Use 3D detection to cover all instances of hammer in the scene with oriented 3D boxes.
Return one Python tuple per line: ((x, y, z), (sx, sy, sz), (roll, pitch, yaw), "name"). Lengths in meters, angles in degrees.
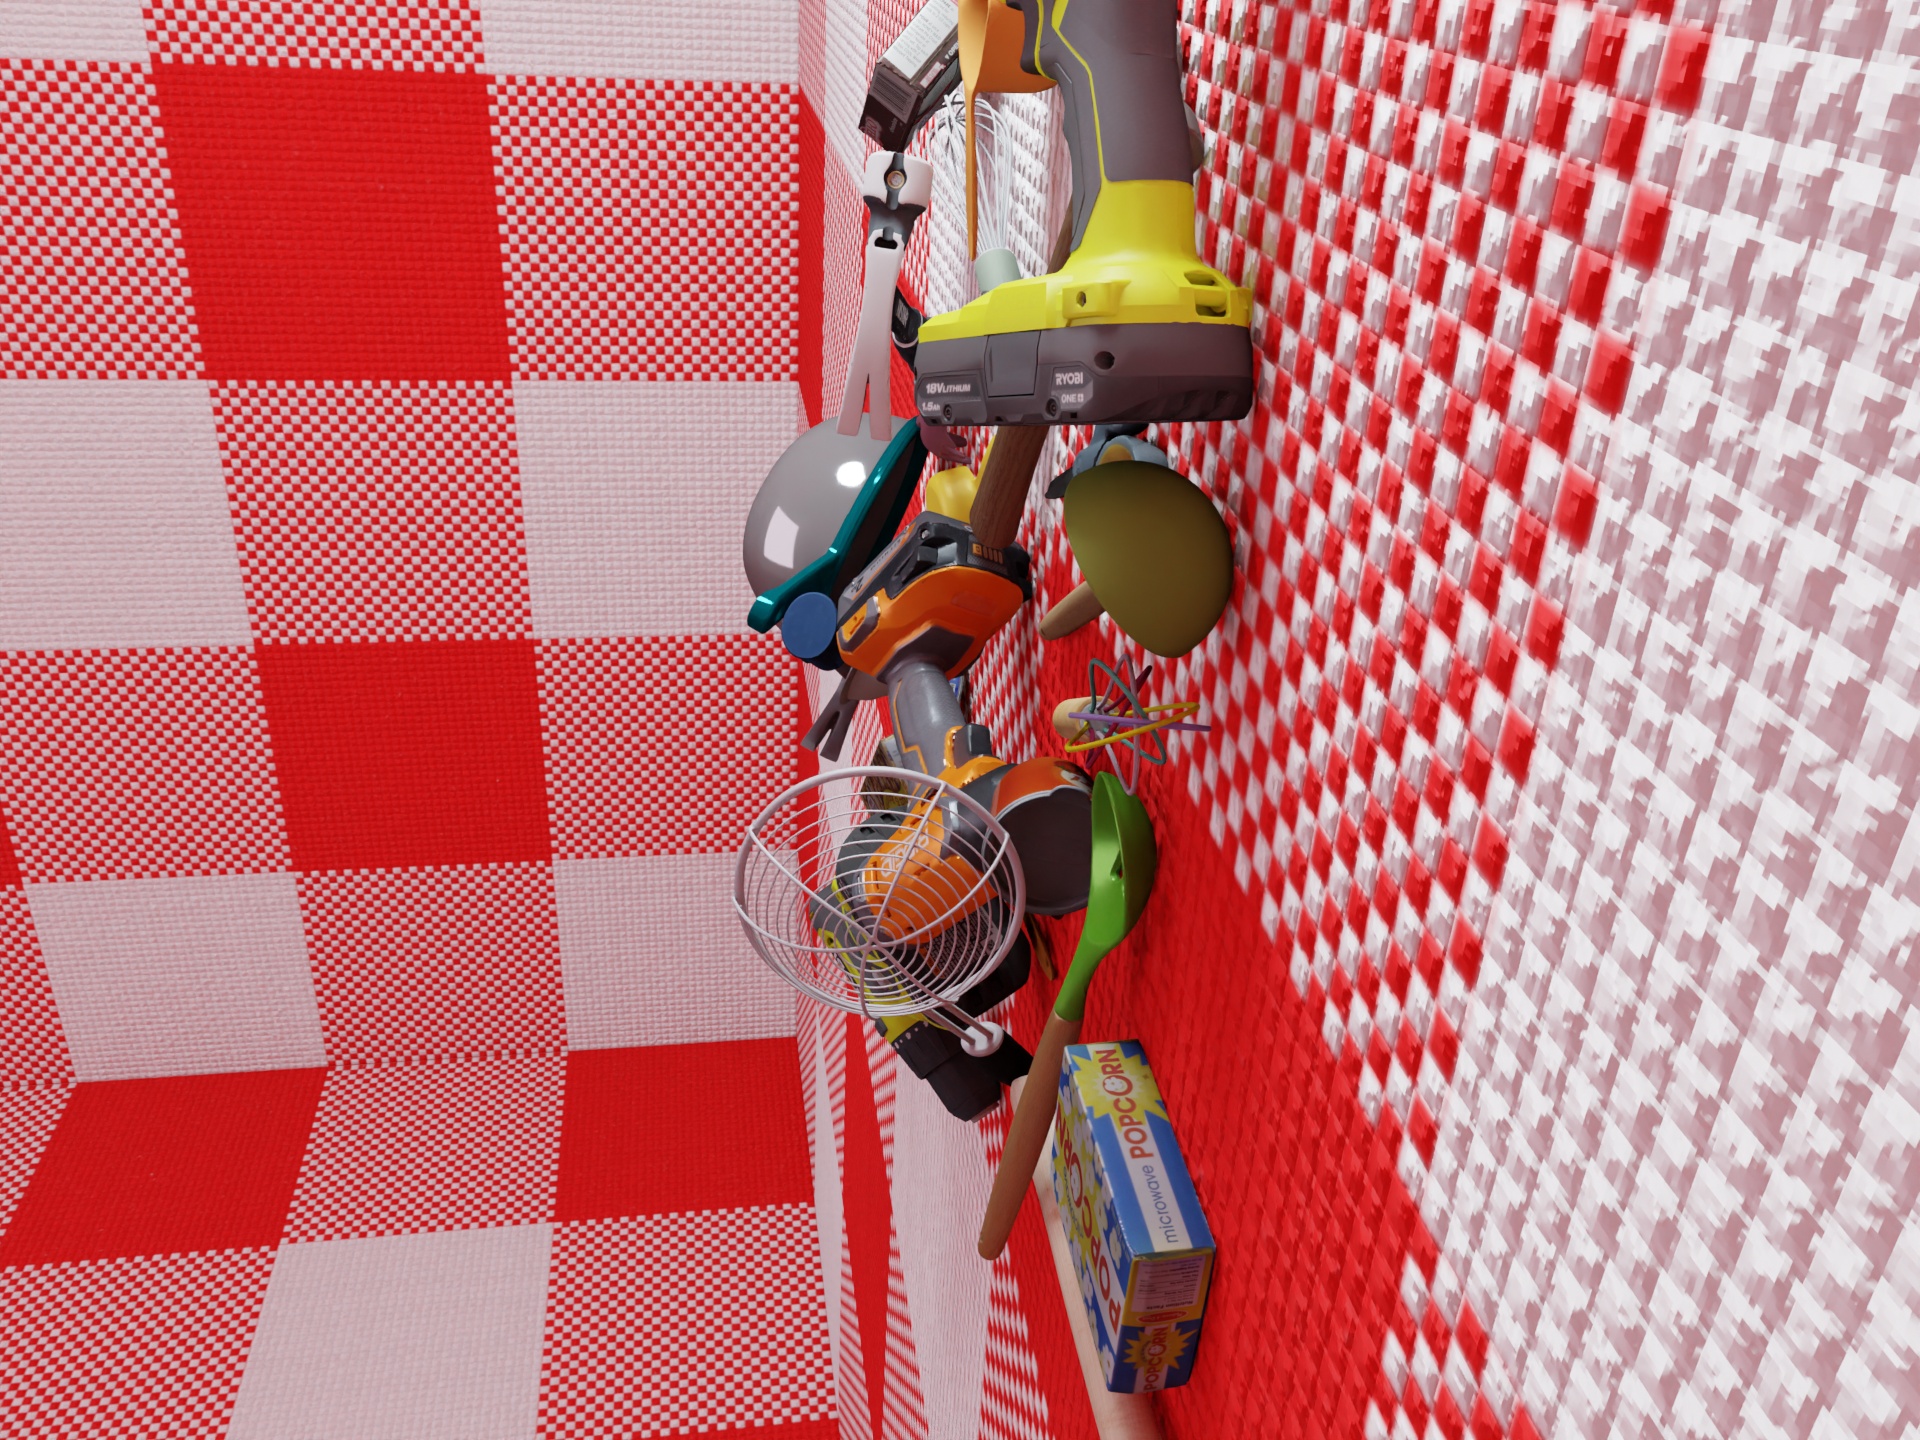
((0.074, 0.325, 0.733), (0.411, 0.038, 0.146), (-106, 16, -58), "hammer")
((0.046, -0.196, 0.765), (0.331, 0.031, 0.130), (109, 158, -58), "hammer")
((-0.035, -0.253, 1.039), (0.409, 0.036, 0.149), (-74, -7, -82), "hammer")
((-0.093, -0.043, 1.186), (0.405, 0.035, 0.144), (70, -135, -87), "hammer")

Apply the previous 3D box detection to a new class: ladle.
((0.056, -0.054, 0.711), (0.078, 0.062, 0.320), (59, 173, 0), "ladle")

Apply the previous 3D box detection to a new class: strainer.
((-0.055, -0.038, 1.188), (0.087, 0.050, 0.258), (-55, 1, -4), "strainer")
((-0.121, -0.136, 1.164), (0.211, 0.095, 0.340), (-64, -3, 23), "strainer")

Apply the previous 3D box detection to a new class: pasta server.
((0.002, -0.201, 0.987), (0.316, 0.040, 0.060), (-152, 59, -83), "pasta server")

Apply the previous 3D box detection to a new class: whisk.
((0.018, -0.272, 0.924), (0.057, 0.059, 0.247), (80, 178, -63), "whisk")
((0.059, 0.000, 0.690), (0.047, 0.051, 0.245), (-48, 2, -2), "whisk")

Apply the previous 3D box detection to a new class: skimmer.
((-0.006, 0.124, 0.811), (0.363, 0.127, 0.090), (57, -160, -66), "skimmer")

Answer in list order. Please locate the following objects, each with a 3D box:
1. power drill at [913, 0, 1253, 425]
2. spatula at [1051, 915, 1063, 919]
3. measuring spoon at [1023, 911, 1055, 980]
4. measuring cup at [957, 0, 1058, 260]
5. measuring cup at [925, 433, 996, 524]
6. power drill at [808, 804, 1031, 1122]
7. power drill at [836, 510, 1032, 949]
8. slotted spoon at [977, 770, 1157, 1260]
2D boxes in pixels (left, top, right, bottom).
((0.038, -0.220, 0.574), (0.171, 0.080, 0.223), (11, 105, 51), "power drill")
((0.024, 0.043, 1.021), (0.323, 0.041, 0.081), (-118, 28, -78), "spatula")
((0.044, 0.115, 0.957), (0.117, 0.011, 0.021), (-112, 15, -55), "measuring spoon")
((0.030, -0.327, 0.827), (0.095, 0.052, 0.173), (-108, 17, -60), "measuring cup")
((0.003, -0.155, 1.049), (0.156, 0.029, 0.062), (130, 125, -75), "measuring cup")
((-0.023, 0.163, 1.040), (0.191, 0.080, 0.228), (55, 161, 15), "power drill")
((-0.001, -0.003, 0.902), (0.164, 0.084, 0.227), (-40, 46, 43), "power drill")
((0.047, 0.157, 0.771), (0.070, 0.031, 0.313), (-103, 23, -54), "slotted spoon")
